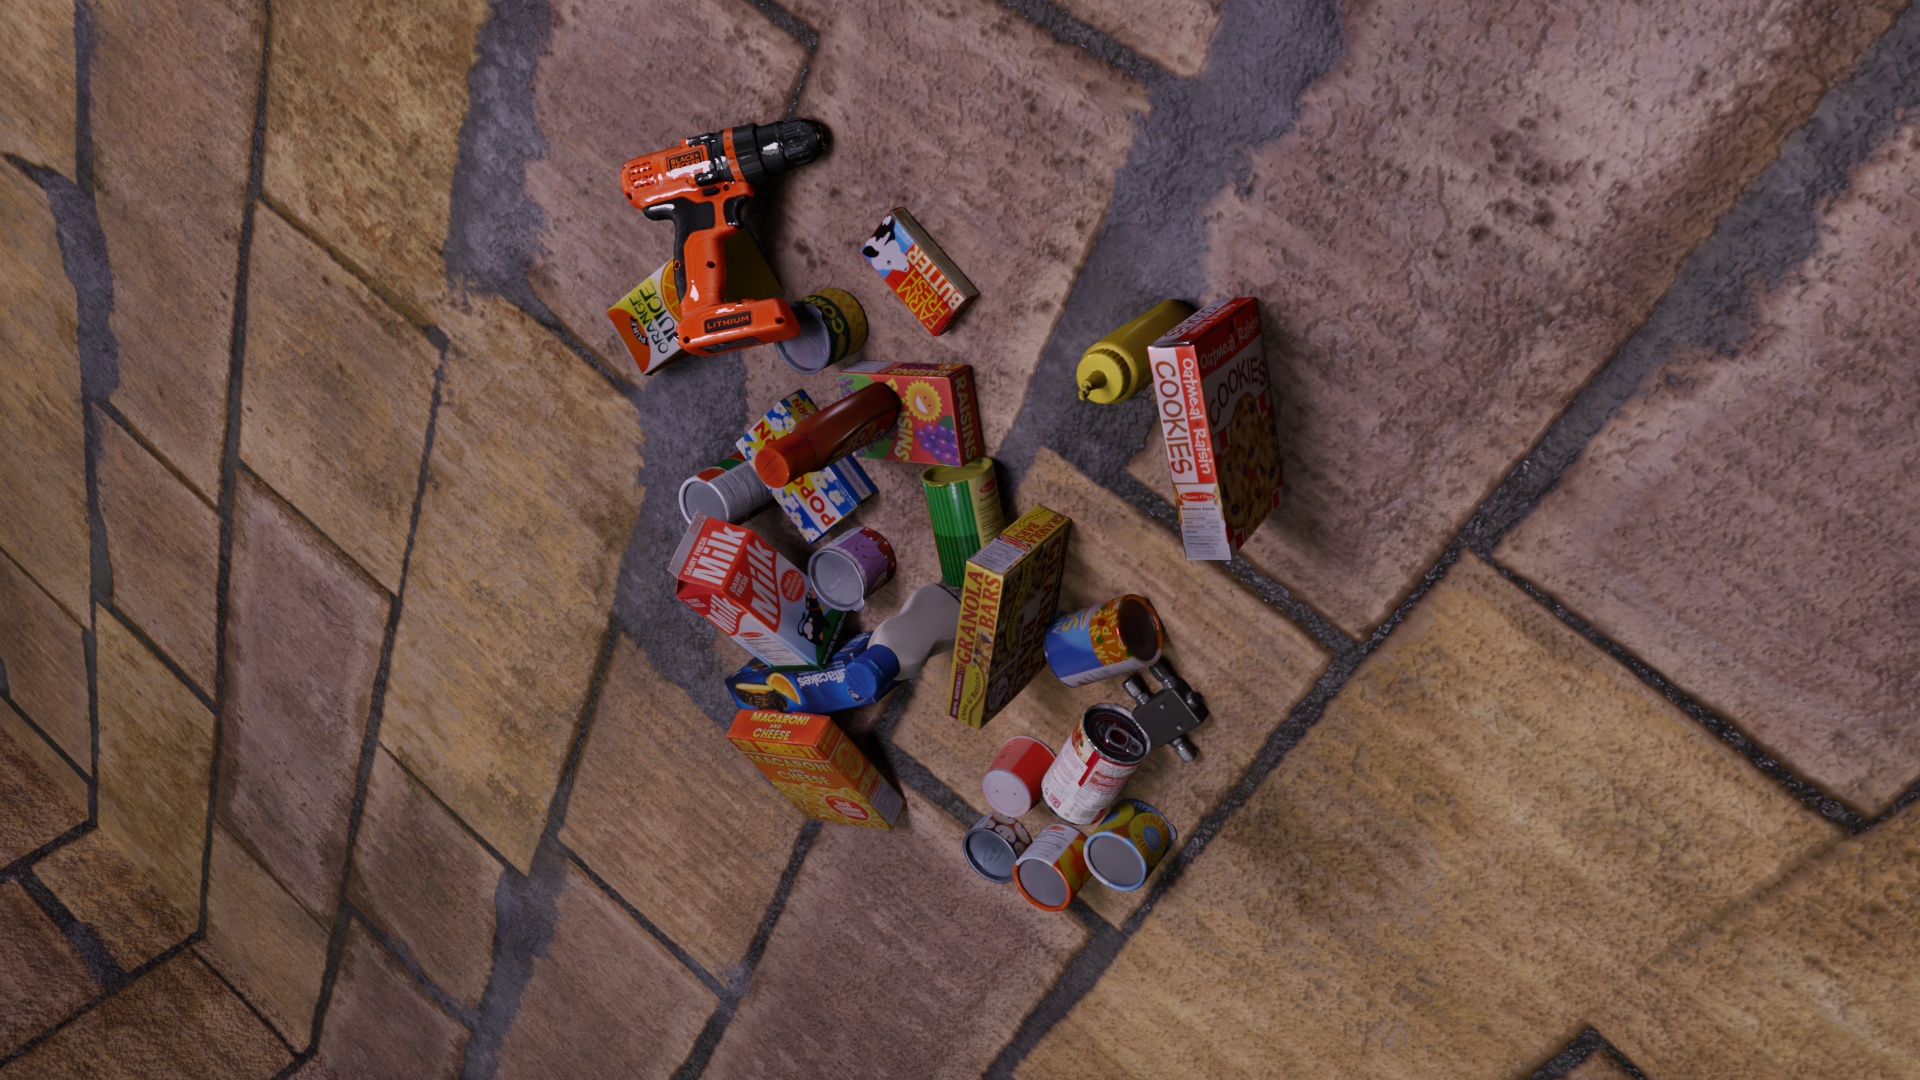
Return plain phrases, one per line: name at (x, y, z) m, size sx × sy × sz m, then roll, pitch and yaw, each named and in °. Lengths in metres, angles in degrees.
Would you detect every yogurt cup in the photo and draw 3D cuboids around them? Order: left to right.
yogurt cup at (0.057, 0.232, 1.350) m, size 0.072 × 0.054 × 0.072 m, roll 15°, pitch 120°, yaw 28°

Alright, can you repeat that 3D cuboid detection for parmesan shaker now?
parmesan shaker at (0.004, -0.016, 1.246) m, size 0.071 × 0.072 × 0.102 m, roll 3°, pitch 115°, yaw 34°

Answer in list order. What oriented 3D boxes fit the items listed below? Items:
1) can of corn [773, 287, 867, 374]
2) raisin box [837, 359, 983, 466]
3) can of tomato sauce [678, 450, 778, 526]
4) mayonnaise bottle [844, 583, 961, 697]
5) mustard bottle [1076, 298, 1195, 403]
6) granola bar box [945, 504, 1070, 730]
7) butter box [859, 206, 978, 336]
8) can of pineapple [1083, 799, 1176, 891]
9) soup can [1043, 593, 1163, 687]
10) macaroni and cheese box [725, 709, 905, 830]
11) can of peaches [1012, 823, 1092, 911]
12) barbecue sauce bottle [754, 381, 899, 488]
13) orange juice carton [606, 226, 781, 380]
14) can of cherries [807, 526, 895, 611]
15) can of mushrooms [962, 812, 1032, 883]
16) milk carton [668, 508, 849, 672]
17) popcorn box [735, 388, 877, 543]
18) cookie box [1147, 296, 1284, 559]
can of corn at (-0.126, -0.191, 1.253) m, size 0.071 × 0.058 × 0.070 m, roll 16°, pitch 122°, yaw 28°
raisin box at (-0.045, -0.115, 1.250) m, size 0.123 × 0.040 × 0.085 m, roll 7°, pitch 116°, yaw 33°
can of tomato sauce at (-0.230, -0.047, 1.384) m, size 0.071 × 0.083 × 0.070 m, roll 16°, pitch 122°, yaw 28°
mayonnaise bottle at (-0.051, 0.095, 1.291) m, size 0.065 × 0.149 × 0.041 m, roll 43°, pitch 130°, yaw 9°
mustard bottle at (0.127, -0.136, 1.040) m, size 0.049 × 0.161 × 0.065 m, roll 51°, pitch 130°, yaw 3°
granola bar box at (0.043, 0.068, 1.227) m, size 0.039 × 0.125 × 0.164 m, roll 23°, pitch 125°, yaw 23°
butter box at (-0.036, -0.230, 1.193) m, size 0.103 × 0.024 × 0.053 m, roll 49°, pitch 130°, yaw 3°
can of pineapple at (0.158, 0.286, 1.305) m, size 0.071 × 0.058 × 0.070 m, roll 16°, pitch 121°, yaw 28°
soup can at (0.125, 0.086, 1.220) m, size 0.083 × 0.072 × 0.071 m, roll -22°, pitch 100°, yaw 39°
macaroni and cheese box at (-0.151, 0.241, 1.464) m, size 0.123 × 0.040 × 0.166 m, roll -1°, pitch 139°, yaw 35°
can of peaches at (0.094, 0.325, 1.370) m, size 0.071 × 0.058 × 0.071 m, roll 16°, pitch 121°, yaw 28°
barbecue sauce bottle at (-0.115, -0.088, 1.187) m, size 0.044 × 0.149 × 0.064 m, roll 47°, pitch 131°, yaw 7°
orange juice carton at (-0.267, -0.220, 1.326) m, size 0.192 × 0.073 × 0.071 m, roll -25°, pitch 97°, yaw 41°
can of cherries at (-0.104, 0.029, 1.353) m, size 0.071 × 0.059 × 0.071 m, roll 15°, pitch 120°, yaw 27°
can of mushrooms at (0.040, 0.316, 1.419) m, size 0.071 × 0.033 × 0.070 m, roll 15°, pitch 121°, yaw 28°
milk carton at (-0.203, 0.051, 1.349) m, size 0.073 × 0.072 × 0.190 m, roll -7°, pitch 142°, yaw 41°
popcorn box at (-0.150, -0.071, 1.346) m, size 0.085 × 0.038 × 0.126 m, roll -36°, pitch 91°, yaw 41°
cookie box at (0.196, -0.086, 1.042) m, size 0.040 × 0.123 × 0.166 m, roll 0°, pitch 113°, yaw 34°
